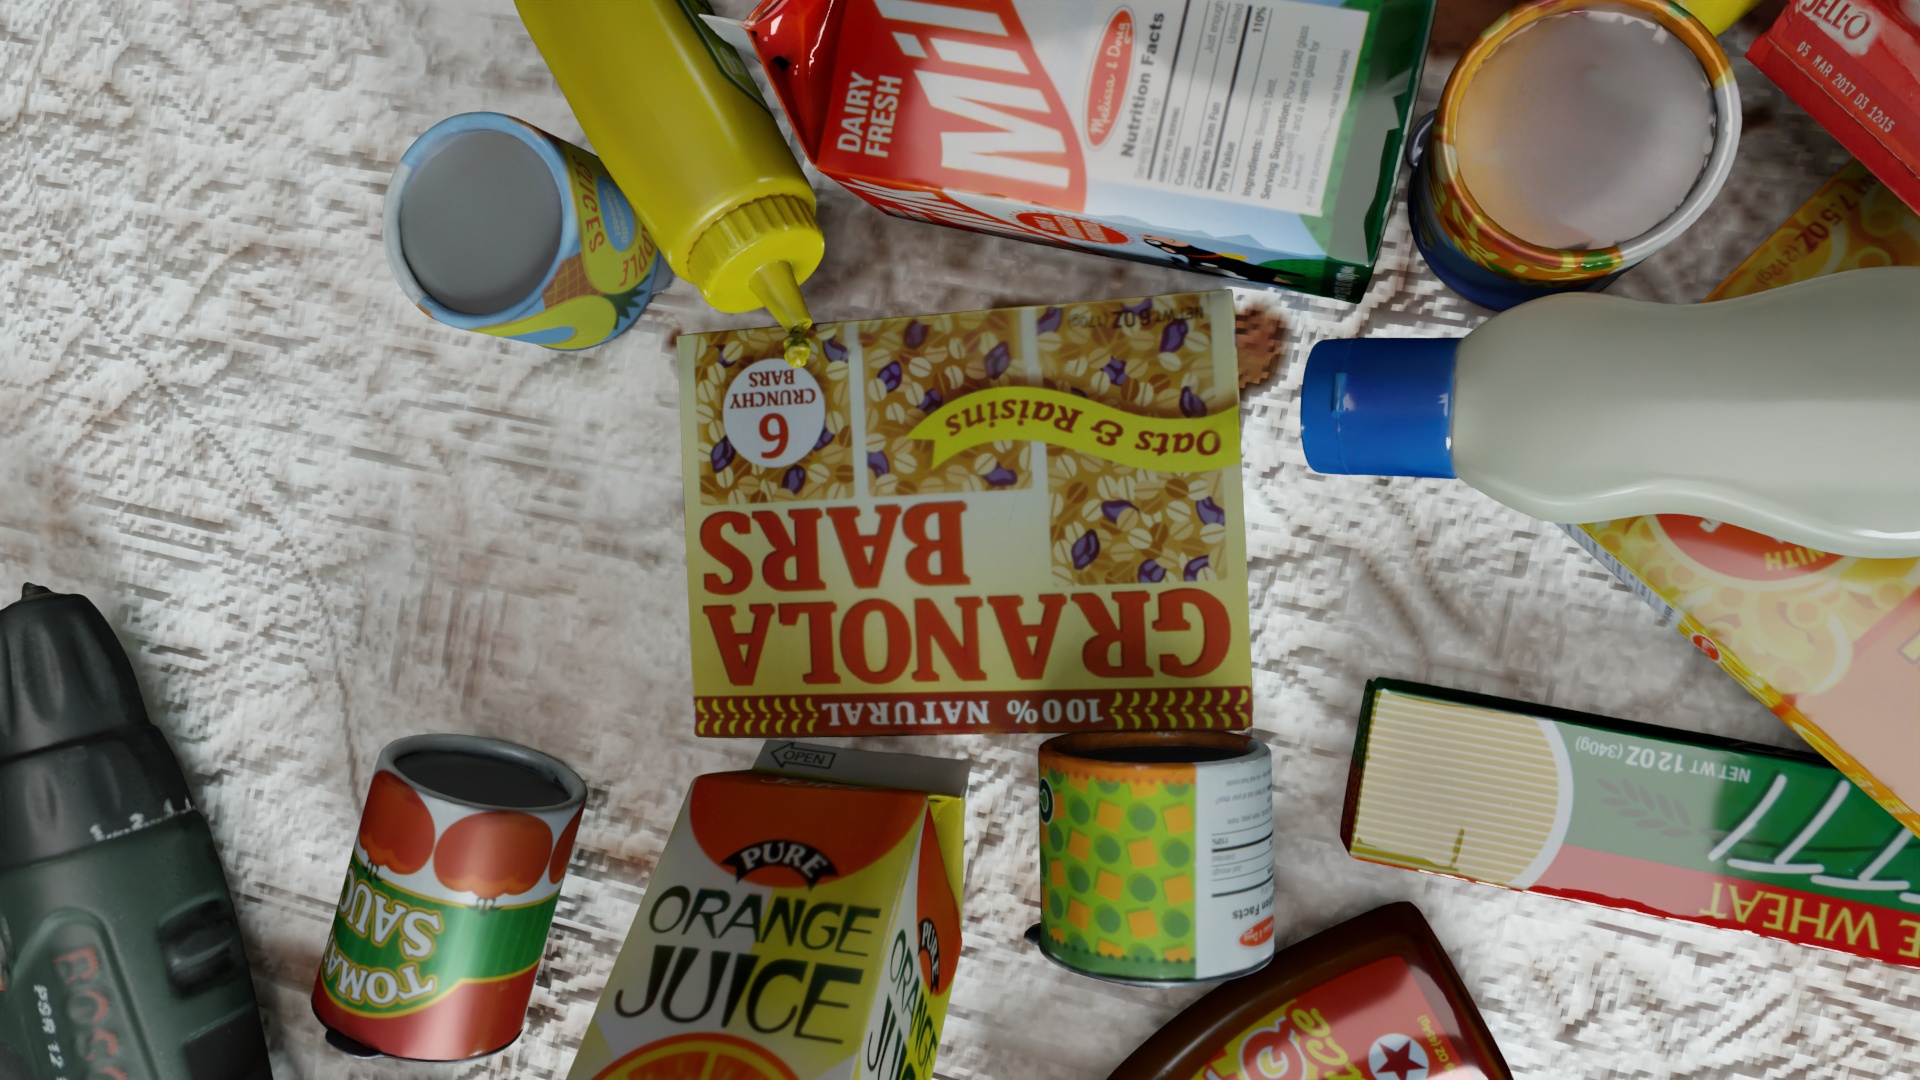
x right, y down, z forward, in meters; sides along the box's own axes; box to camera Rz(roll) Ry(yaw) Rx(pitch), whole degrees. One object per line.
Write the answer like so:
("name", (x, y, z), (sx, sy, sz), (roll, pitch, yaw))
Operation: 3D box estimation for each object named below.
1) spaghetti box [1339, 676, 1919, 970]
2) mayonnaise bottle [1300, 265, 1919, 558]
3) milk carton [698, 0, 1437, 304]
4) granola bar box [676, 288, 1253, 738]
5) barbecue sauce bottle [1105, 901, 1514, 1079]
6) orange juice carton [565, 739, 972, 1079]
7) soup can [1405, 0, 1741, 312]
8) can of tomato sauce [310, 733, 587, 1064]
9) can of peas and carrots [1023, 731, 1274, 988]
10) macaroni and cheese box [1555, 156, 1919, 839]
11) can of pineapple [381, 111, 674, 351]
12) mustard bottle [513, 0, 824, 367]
("spaghetti box", (0.232, 0.083, 0.368), (0.250, 0.029, 0.050), (9, 93, 13))
("mayonnaise bottle", (0.160, -0.032, 0.336), (0.148, 0.041, 0.065), (4, 85, 28))
("milk carton", (0.026, -0.123, 0.390), (0.191, 0.072, 0.073), (13, 95, 12))
("granola bar box", (0.001, -0.005, 0.416), (0.165, 0.039, 0.124), (-3, 90, 13))
("barbecue sauce bottle", (0.078, 0.163, 0.400), (0.148, 0.044, 0.065), (-30, 85, 13))
("orange juice carton", (-0.048, 0.131, 0.375), (0.072, 0.194, 0.072), (2, 132, 14))
("soup can", (0.149, -0.097, 0.355), (0.071, 0.084, 0.071), (0, 92, 14))
("can of tomato sauce", (-0.163, 0.112, 0.443), (0.071, 0.071, 0.083), (18, 95, 13))
("can of peas and carrots", (0.052, 0.086, 0.393), (0.071, 0.071, 0.058), (0, 91, 14))
("macaroni and cheese box", (0.246, -0.001, 0.335), (0.123, 0.040, 0.167), (-46, 65, 11))
("can of pineapple", (-0.135, -0.096, 0.437), (0.071, 0.058, 0.071), (0, 92, 13))
("mustard bottle", (-0.079, -0.118, 0.411), (0.049, 0.065, 0.160), (-33, 76, 11))
